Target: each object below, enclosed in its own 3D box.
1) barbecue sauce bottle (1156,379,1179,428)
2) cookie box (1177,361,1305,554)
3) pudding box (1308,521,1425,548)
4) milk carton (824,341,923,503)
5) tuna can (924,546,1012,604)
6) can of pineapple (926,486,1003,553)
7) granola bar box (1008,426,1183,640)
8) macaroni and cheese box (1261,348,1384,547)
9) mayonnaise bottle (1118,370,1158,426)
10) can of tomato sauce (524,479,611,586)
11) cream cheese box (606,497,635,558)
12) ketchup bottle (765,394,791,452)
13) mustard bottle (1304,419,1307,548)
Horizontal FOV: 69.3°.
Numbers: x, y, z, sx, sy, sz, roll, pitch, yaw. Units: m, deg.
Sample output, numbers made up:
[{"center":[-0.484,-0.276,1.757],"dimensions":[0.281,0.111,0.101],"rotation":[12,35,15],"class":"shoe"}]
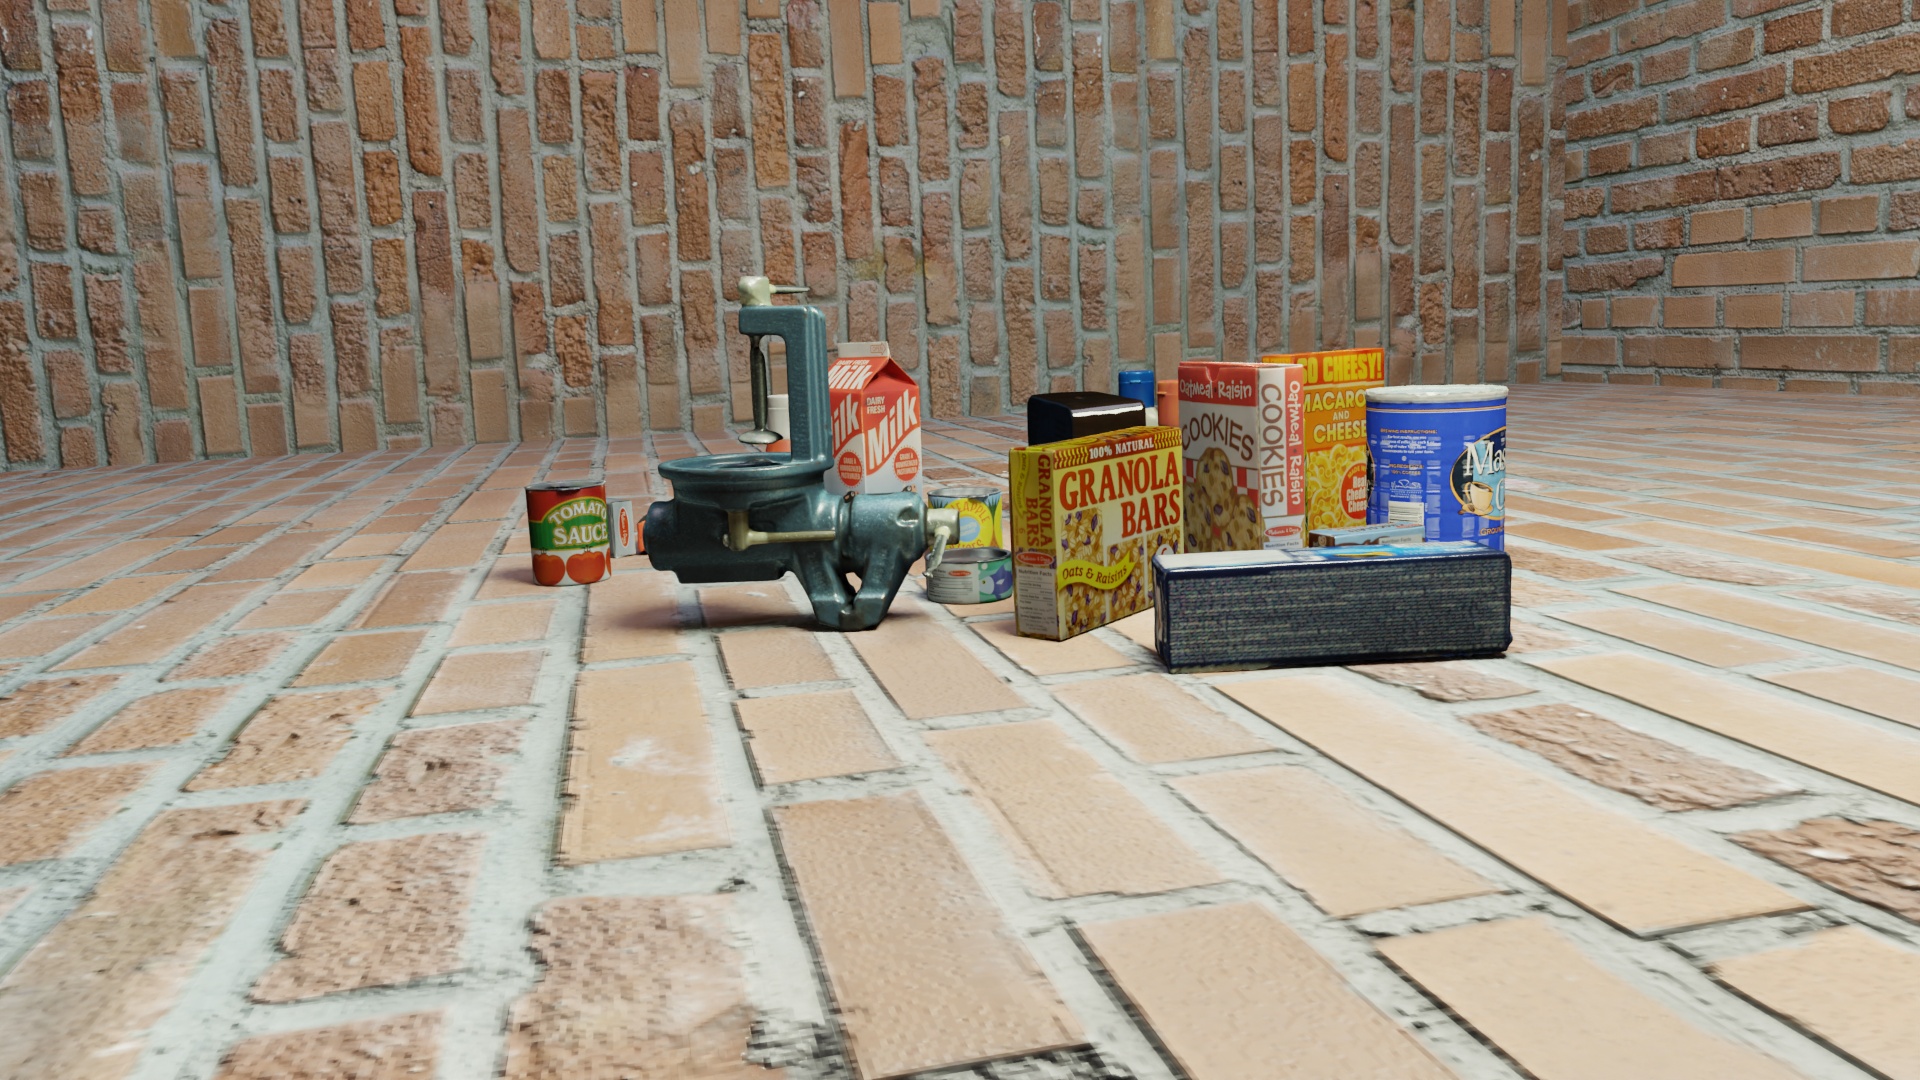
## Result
[{"center":[0.186,-0.061,1.177],"dimensions":[0.044,0.148,0.065],"rotation":[-6,9,-26],"class":"barbecue sauce bottle"},{"center":[0.204,-0.047,1.020],"dimensions":[0.040,0.167,0.123],"rotation":[-5,9,-17],"class":"cookie box"},{"center":[0.288,0.014,0.982],"dimensions":[0.084,0.049,0.030],"rotation":[-6,9,-23],"class":"pudding box"},{"center":[-0.085,-0.085,1.270],"dimensions":[0.072,0.190,0.074],"rotation":[6,11,44],"class":"milk carton"},{"center":[0.008,0.026,1.043],"dimensions":[0.071,0.032,0.071],"rotation":[-2,9,0],"class":"tuna can"},{"center":[0.004,-0.015,1.226],"dimensions":[0.071,0.057,0.071],"rotation":[-2,9,0],"class":"can of pineapple"},{"center":[0.096,-0.010,0.947],"dimensions":[0.039,0.124,0.166],"rotation":[4,11,37],"class":"granola bar box"},{"center":[0.320,-0.083,1.224],"dimensions":[0.124,0.166,0.040],"rotation":[-8,10,-35],"class":"macaroni and cheese box"},{"center":[0.183,-0.100,1.429],"dimensions":[0.065,0.147,0.041],"rotation":[-1,8,9],"class":"mayonnaise bottle"},{"center":[-0.332,-0.007,1.181],"dimensions":[0.071,0.083,0.071],"rotation":[-2,8,0],"class":"can of tomato sauce"},{"center":[-0.350,-0.015,1.333],"dimensions":[0.024,0.053,0.104],"rotation":[-10,12,-43],"class":"cream cheese box"},{"center":[-0.147,-0.053,1.212],"dimensions":[0.043,0.148,0.065],"rotation":[-3,8,0],"class":"ketchup bottle"},{"center":[0.257,-0.063,1.131],"dimensions":[0.049,0.160,0.065],"rotation":[-1,8,11],"class":"mustard bottle"}]
